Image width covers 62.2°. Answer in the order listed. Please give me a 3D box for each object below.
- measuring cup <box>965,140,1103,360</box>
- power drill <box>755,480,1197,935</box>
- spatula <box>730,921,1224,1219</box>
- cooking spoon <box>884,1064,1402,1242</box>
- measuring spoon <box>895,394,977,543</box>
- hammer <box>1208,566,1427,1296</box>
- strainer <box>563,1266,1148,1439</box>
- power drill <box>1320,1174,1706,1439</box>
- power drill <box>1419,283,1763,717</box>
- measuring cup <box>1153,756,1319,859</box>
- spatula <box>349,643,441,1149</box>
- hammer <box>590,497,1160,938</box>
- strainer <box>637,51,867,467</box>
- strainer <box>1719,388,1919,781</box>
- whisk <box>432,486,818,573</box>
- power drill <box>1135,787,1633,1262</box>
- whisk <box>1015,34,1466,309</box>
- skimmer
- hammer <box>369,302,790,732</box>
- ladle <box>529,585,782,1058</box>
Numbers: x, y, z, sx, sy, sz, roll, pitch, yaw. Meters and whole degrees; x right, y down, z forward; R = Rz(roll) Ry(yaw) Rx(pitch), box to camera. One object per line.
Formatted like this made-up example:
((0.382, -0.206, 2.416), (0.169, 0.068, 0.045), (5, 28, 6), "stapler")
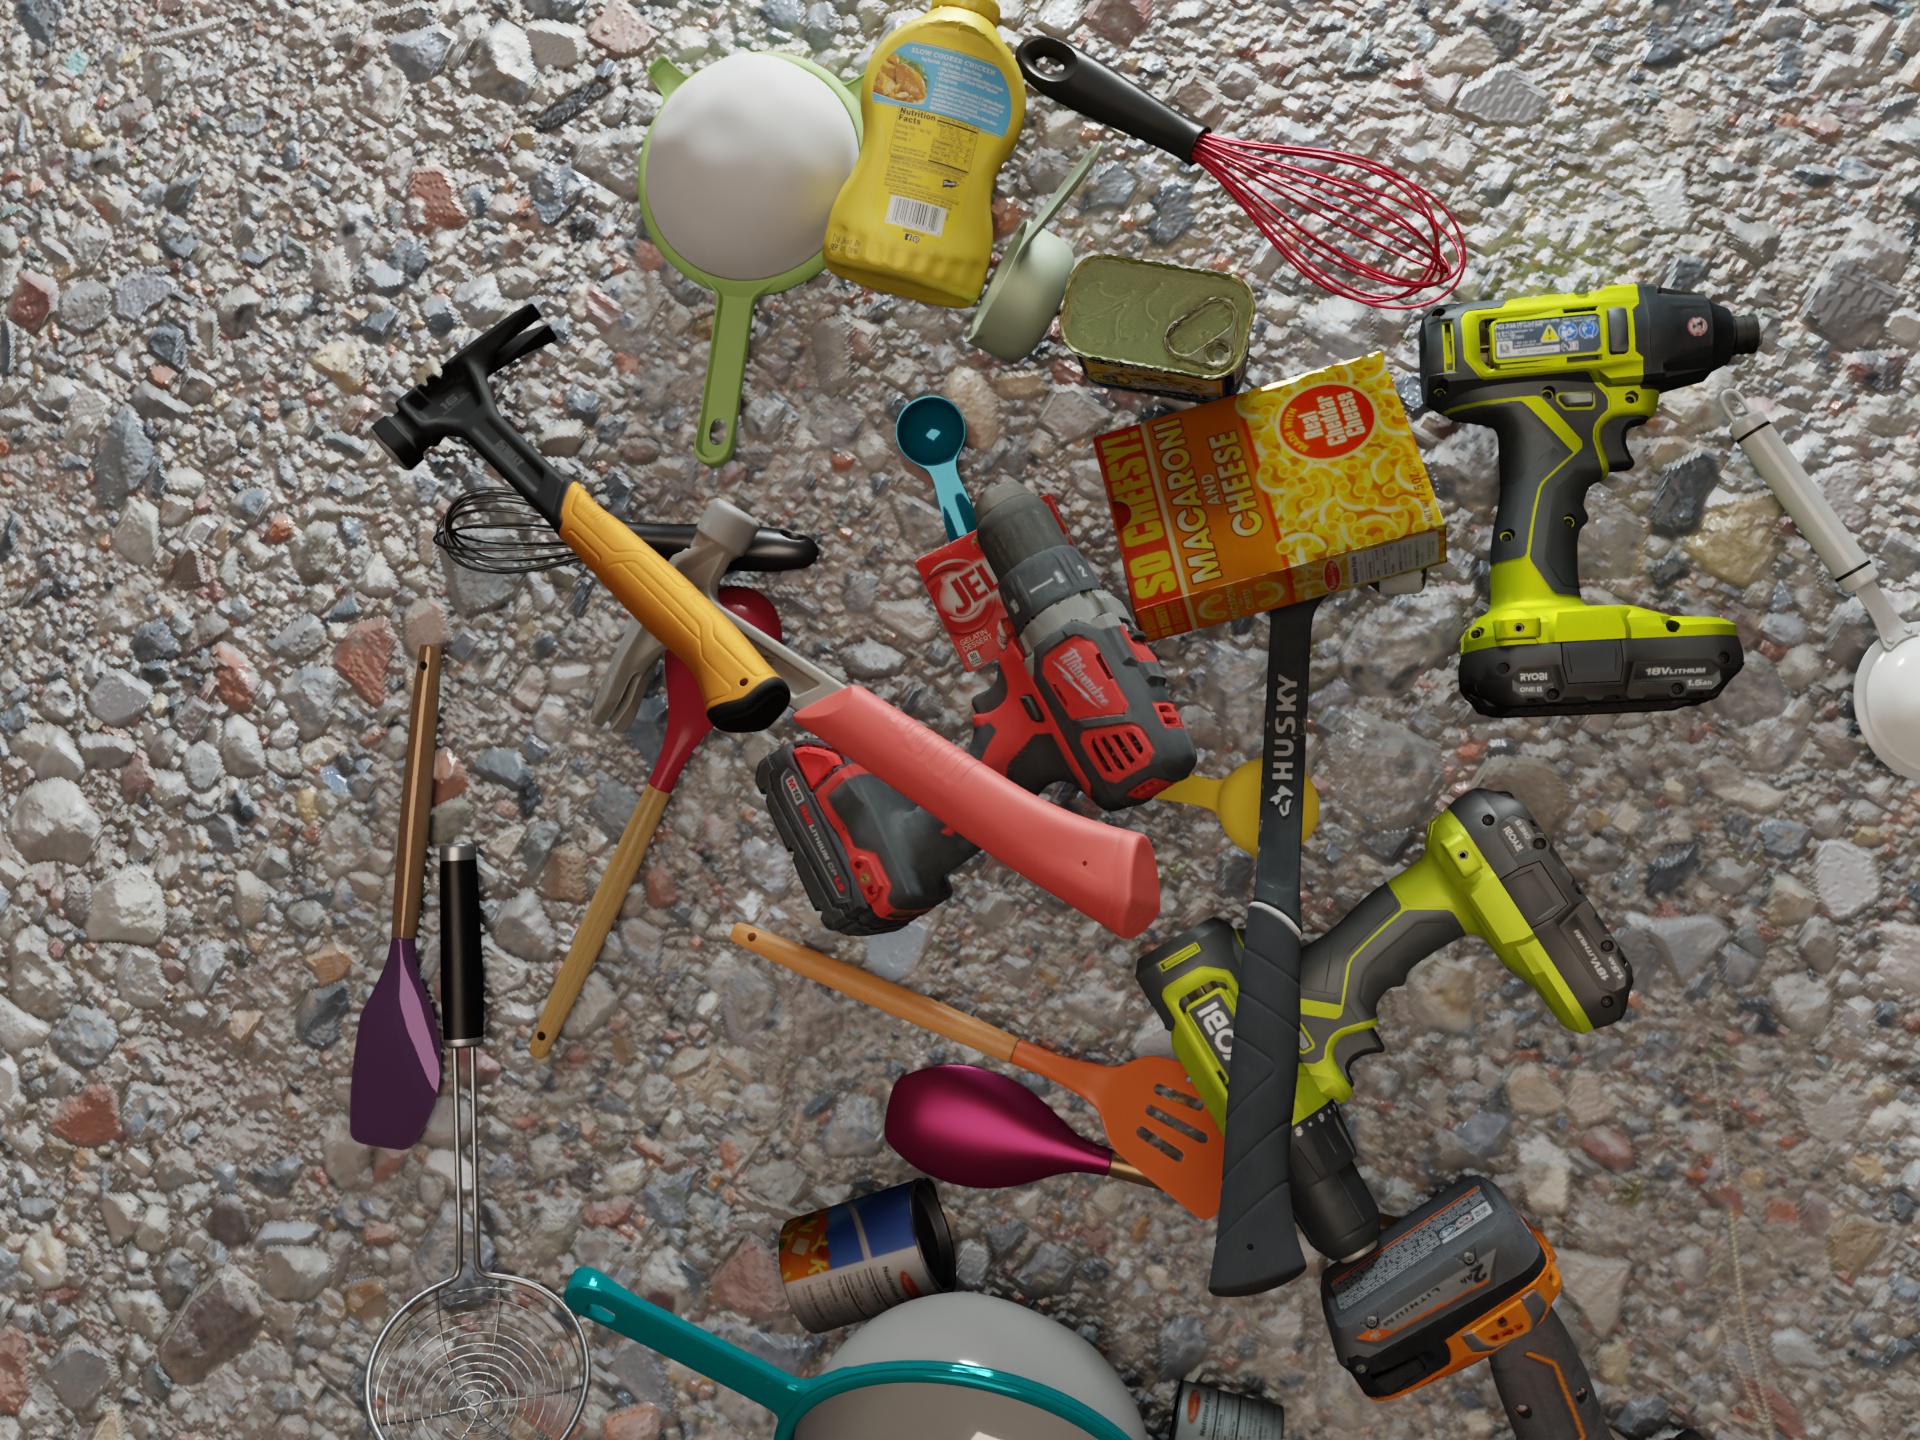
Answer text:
((0.052, -0.254, 0.865), (0.038, 0.167, 0.083), (26, 65, -13), "measuring cup")
((-0.001, -0.003, 0.872), (0.226, 0.080, 0.188), (-33, 73, 22), "power drill")
((0.011, 0.184, 0.918), (0.323, 0.041, 0.081), (20, 72, 16), "spatula")
((0.111, 0.257, 0.903), (0.319, 0.017, 0.069), (11, 87, 10), "cooking spoon")
((-0.003, -0.129, 0.941), (0.042, 0.021, 0.128), (-18, 94, 9), "measuring spoon")
((0.159, 0.083, 0.822), (0.149, 0.036, 0.409), (1, 67, 17), "hammer")
((-0.044, 0.348, 0.855), (0.340, 0.095, 0.211), (29, 125, -6), "strainer")
((0.286, 0.374, 0.829), (0.164, 0.084, 0.226), (-37, 91, 7), "power drill")
((0.339, -0.117, 0.845), (0.171, 0.080, 0.223), (-3, 85, 11), "power drill")
((0.125, 0.038, 0.901), (0.156, 0.029, 0.062), (13, 91, 9), "measuring cup")
((-0.343, 0.110, 0.993), (0.060, 0.018, 0.316), (5, 90, 10), "spatula")
((-0.049, 0.016, 0.827), (0.359, 0.036, 0.149), (32, 94, 33), "hammer")
((-0.137, -0.282, 0.940), (0.151, 0.069, 0.256), (8, 88, 11), "strainer")
((0.476, -0.068, 0.836), (0.087, 0.050, 0.258), (-29, 80, -7), "strainer")
((-0.203, -0.109, 0.963), (0.239, 0.055, 0.055), (5, 89, 6), "whisk")
((0.232, 0.159, 0.850), (0.228, 0.080, 0.191), (-32, 78, 9), "power drill")
((0.152, -0.316, 0.897), (0.296, 0.073, 0.073), (35, 95, 16), "whisk")
((-0.289, 0.254, 0.942), (0.127, 0.090, 0.363), (-1, 85, -22), "skimmer")
((-0.202, -0.111, 0.900), (0.127, 0.034, 0.337), (-42, 62, -9), "hammer")
((-0.194, 0.063, 0.963), (0.069, 0.031, 0.315), (26, 95, 10), "ladle")
